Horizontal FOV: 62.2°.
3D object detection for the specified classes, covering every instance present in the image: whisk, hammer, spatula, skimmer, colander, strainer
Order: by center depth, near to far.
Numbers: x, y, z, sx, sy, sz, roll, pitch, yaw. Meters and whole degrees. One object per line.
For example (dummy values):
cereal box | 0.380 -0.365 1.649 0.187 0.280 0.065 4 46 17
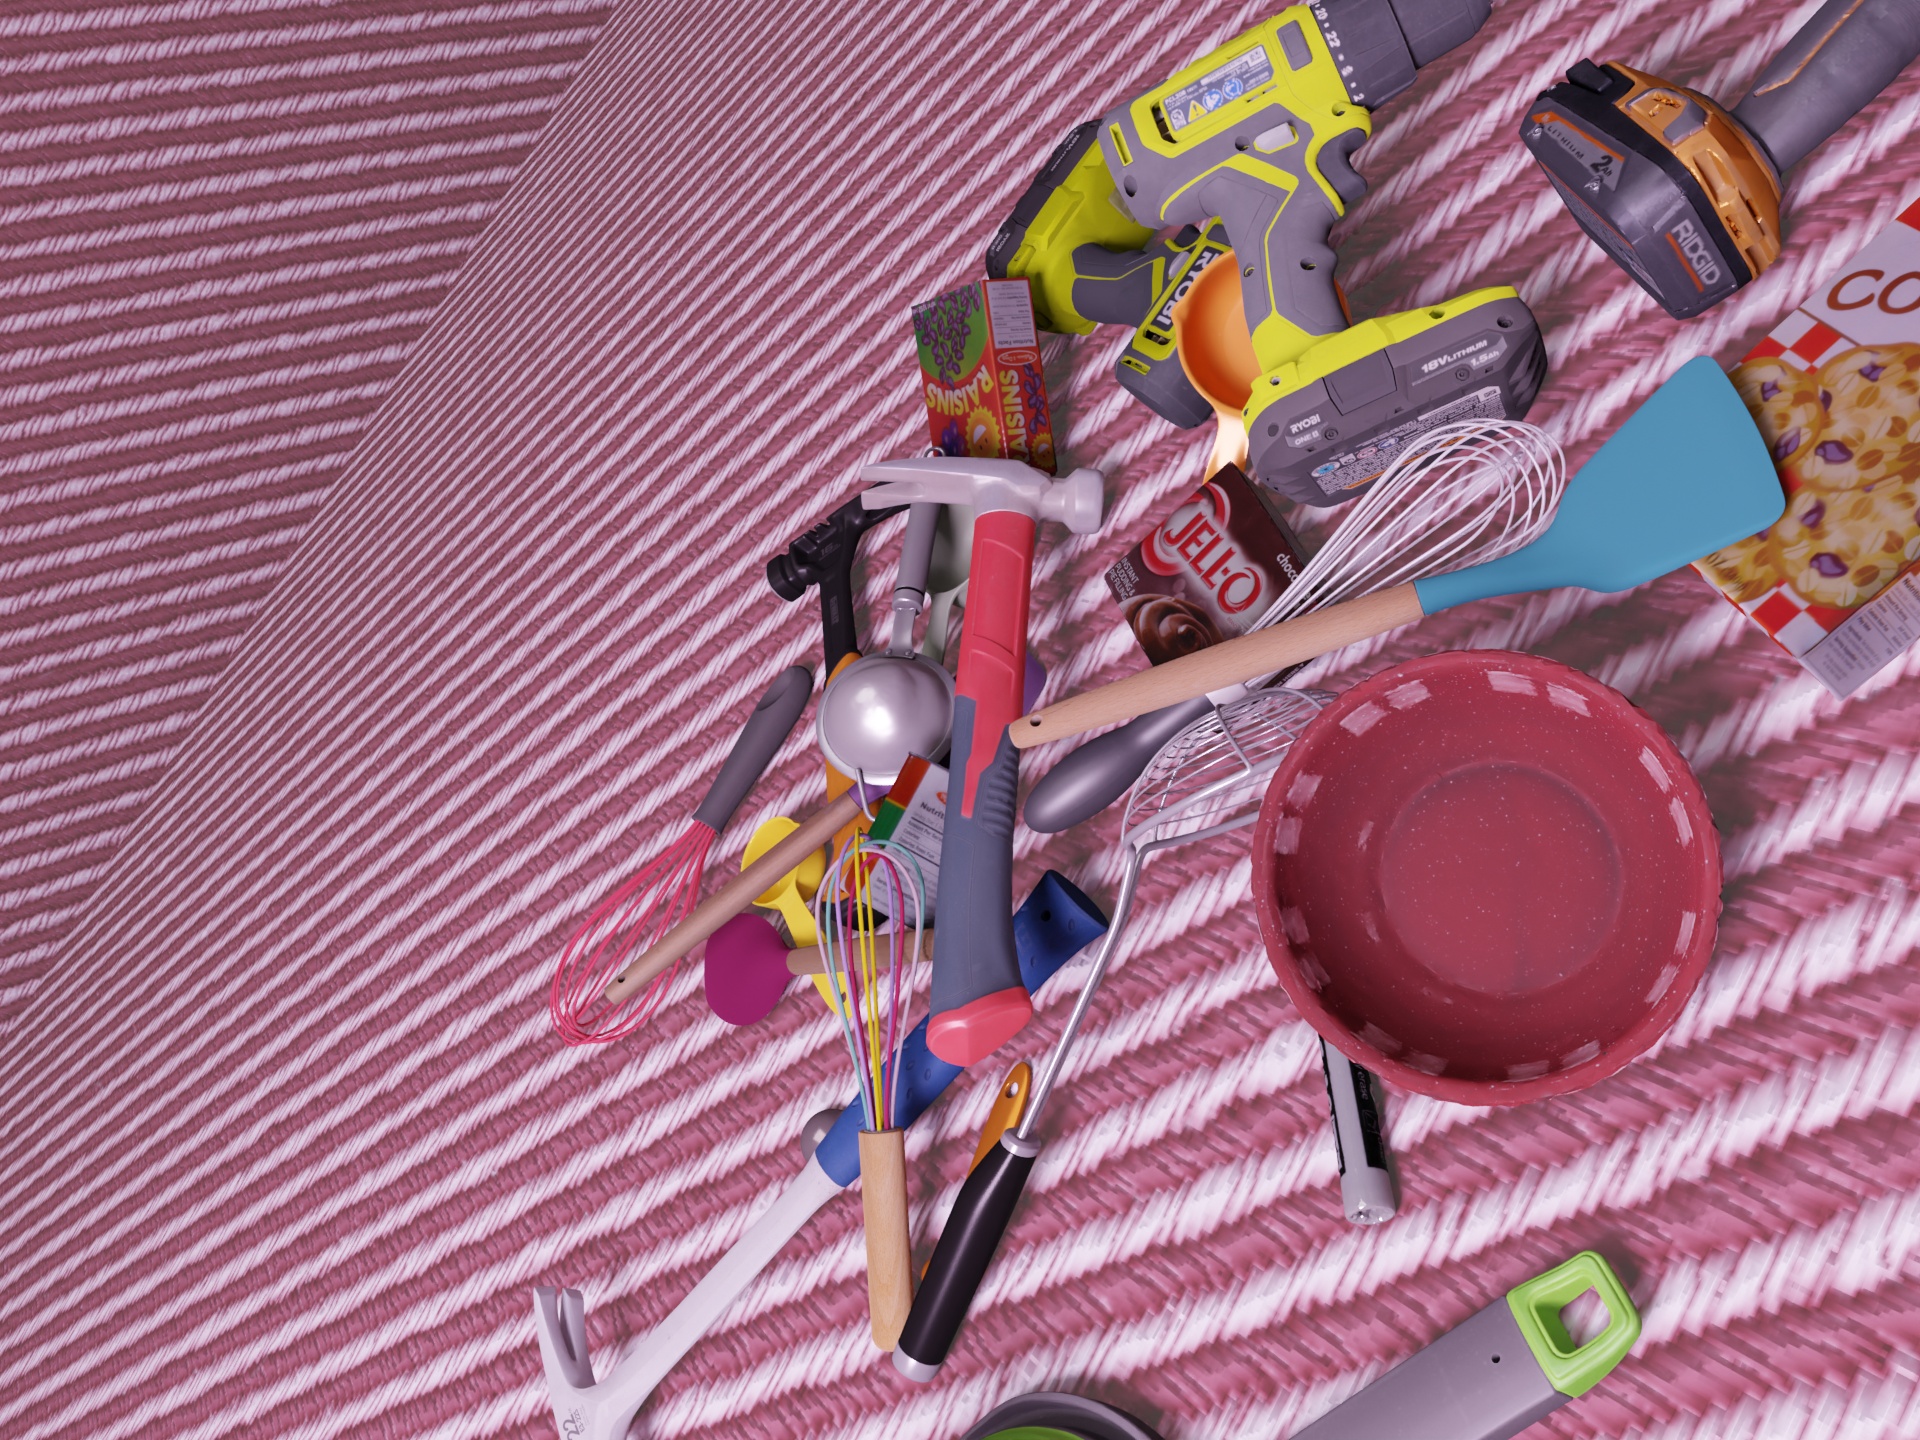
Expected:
colander | 0.056 0.298 0.563 0.397 0.094 0.205 -44 36 20
spatula | 0.159 -0.048 0.651 0.317 0.044 0.082 -20 55 20
skimmer | 0.074 0.145 0.687 0.090 0.127 0.363 28 99 27
whisk | 0.142 -0.035 0.706 0.284 0.070 0.070 -38 38 12
whisk | -0.038 0.173 0.761 0.047 0.051 0.245 -14 78 62
hammer | -0.001 -0.003 0.812 0.143 0.038 0.387 3 48 3
hammer | -0.077 0.233 0.816 0.405 0.035 0.144 -49 51 10
spatula | -0.080 0.064 0.920 0.316 0.018 0.060 -38 51 1
strainer | -0.034 -0.064 0.940 0.087 0.050 0.259 2 58 12
hammer | -0.067 -0.015 1.013 0.127 0.034 0.337 -32 43 25
whisk | -0.180 0.088 1.065 0.073 0.073 0.296 10 65 54

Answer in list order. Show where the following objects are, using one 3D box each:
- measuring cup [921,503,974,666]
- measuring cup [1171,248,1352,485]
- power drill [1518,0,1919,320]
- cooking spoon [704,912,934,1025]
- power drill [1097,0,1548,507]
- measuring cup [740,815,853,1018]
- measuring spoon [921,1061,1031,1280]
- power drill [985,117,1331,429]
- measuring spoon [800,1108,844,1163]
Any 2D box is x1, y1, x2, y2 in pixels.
measuring cup | 0.002 -0.063 0.973 0.083 0.038 0.168 -6 67 48
measuring cup | 0.153 -0.163 0.844 0.095 0.052 0.173 16 105 17
power drill | 0.356 -0.296 0.671 0.226 0.084 0.186 -38 37 21
cooking spoon | -0.079 0.132 0.884 0.319 0.017 0.069 -19 70 55
power drill | 0.185 -0.235 0.747 0.190 0.080 0.229 -23 72 20
measuring cup | -0.087 0.121 0.954 0.062 0.029 0.157 -50 47 17
measuring spoon | 0.007 0.218 0.762 0.021 0.011 0.117 6 69 53
power drill | 0.122 -0.284 0.960 0.171 0.080 0.223 -54 38 7
measuring spoon | -0.044 0.196 0.837 0.124 0.018 0.034 -42 37 23
